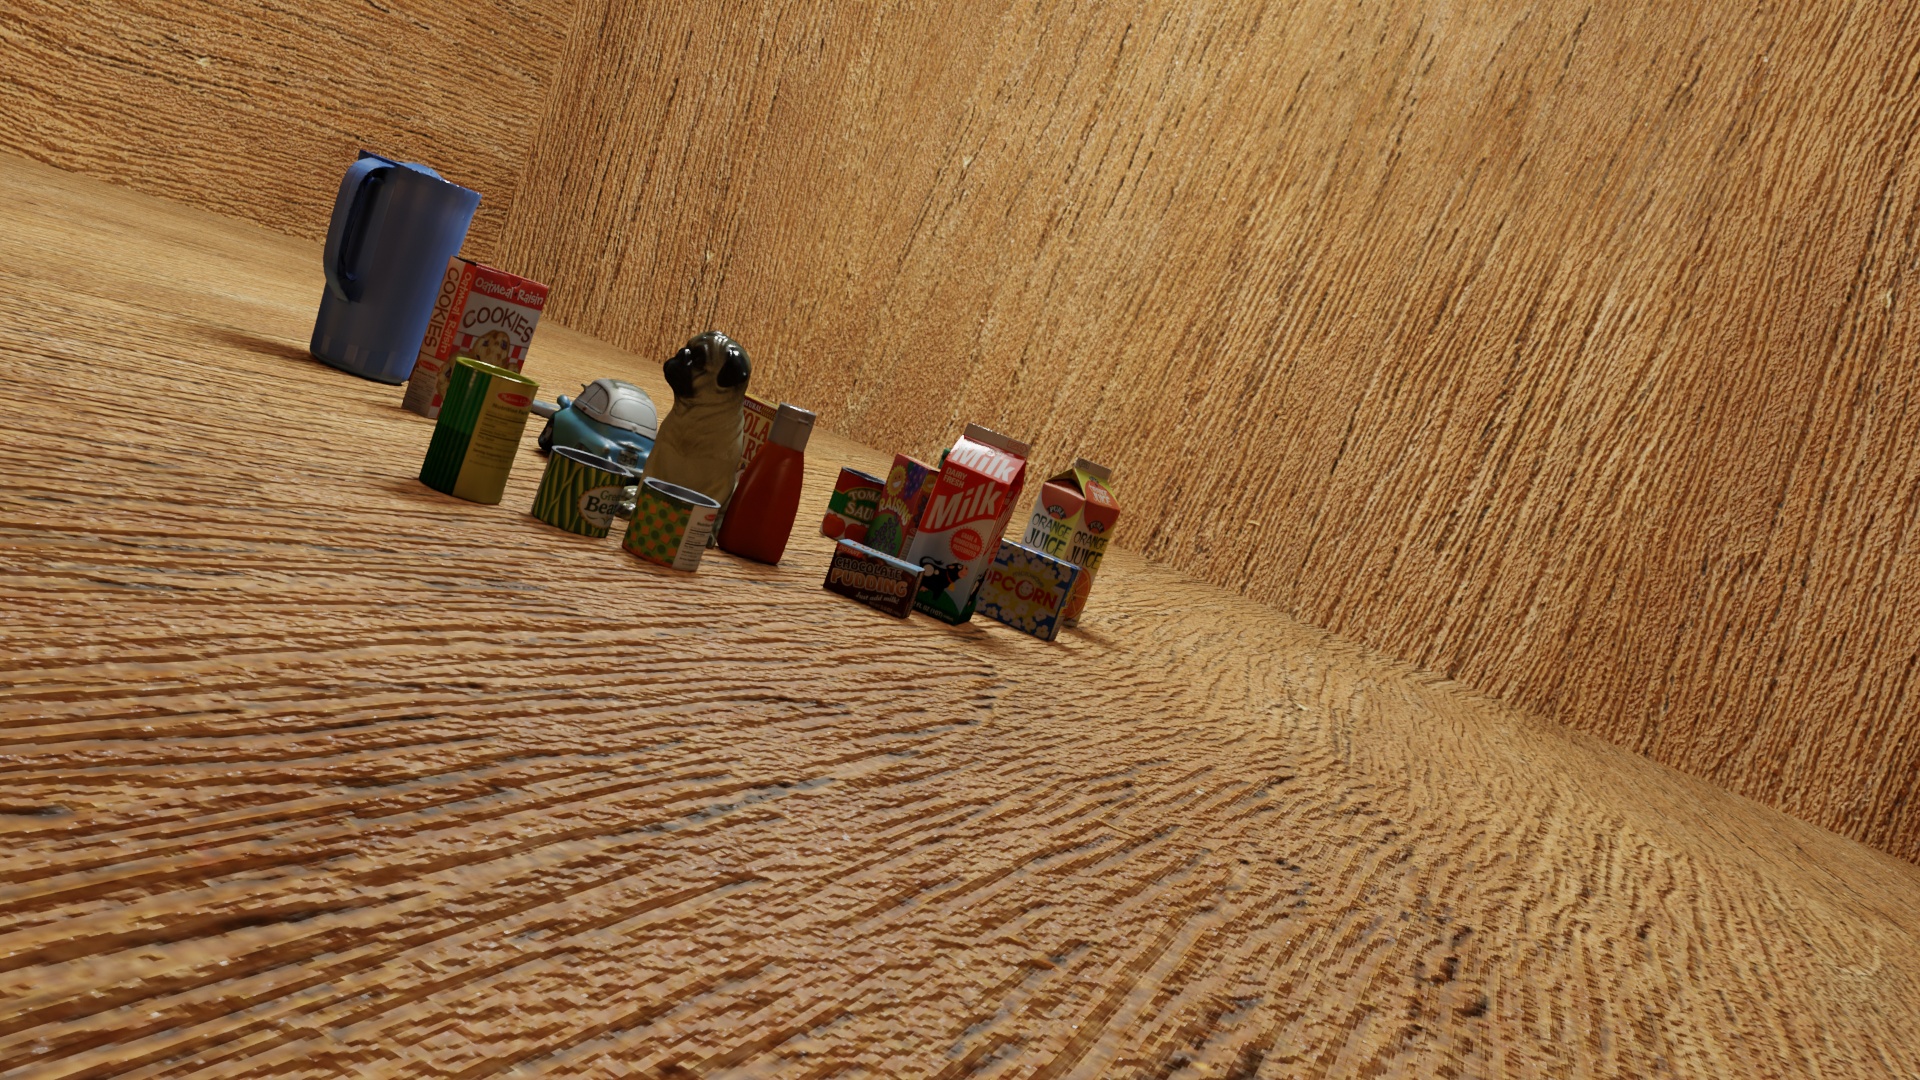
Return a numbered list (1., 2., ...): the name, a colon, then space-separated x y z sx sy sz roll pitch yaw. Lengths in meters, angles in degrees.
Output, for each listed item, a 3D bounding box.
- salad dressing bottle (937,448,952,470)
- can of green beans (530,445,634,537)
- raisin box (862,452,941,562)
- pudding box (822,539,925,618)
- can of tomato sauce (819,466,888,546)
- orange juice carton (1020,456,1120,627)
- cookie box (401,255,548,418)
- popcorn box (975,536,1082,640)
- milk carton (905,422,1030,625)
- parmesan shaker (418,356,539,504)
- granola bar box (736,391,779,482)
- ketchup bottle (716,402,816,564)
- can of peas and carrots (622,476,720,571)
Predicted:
1. salad dressing bottle: -0.027 -0.035 1.650 0.044 0.147 0.064 16 7 -39
2. can of green beans: -0.315 -0.040 1.148 0.071 0.057 0.071 20 6 -2
3. raisin box: -0.062 -0.032 1.615 0.040 0.123 0.086 17 6 -32
4. pudding box: -0.081 0.035 1.298 0.084 0.049 0.030 21 5 11
5. can of tomato sauce: -0.124 -0.039 1.663 0.071 0.083 0.071 20 5 -2
6. orange juice carton: 0.126 -0.002 1.644 0.072 0.192 0.073 15 7 -46
7. cookie box: -0.512 -0.208 1.476 0.040 0.167 0.123 22 6 18
8. popcorn box: 0.057 0.046 1.497 0.127 0.085 0.038 22 5 16
9. milk carton: 0.005 -0.017 1.380 0.072 0.190 0.073 22 5 12
10. parmesan shaker: -0.389 -0.088 1.113 0.071 0.103 0.071 20 5 -2
11. granola bar box: -0.265 -0.115 1.685 0.039 0.124 0.166 16 7 -41
12. ketchup bottle: -0.177 -0.055 1.308 0.065 0.148 0.043 17 6 -35
13. can of peas and carrots: -0.242 -0.014 1.150 0.071 0.058 0.071 20 5 -2
